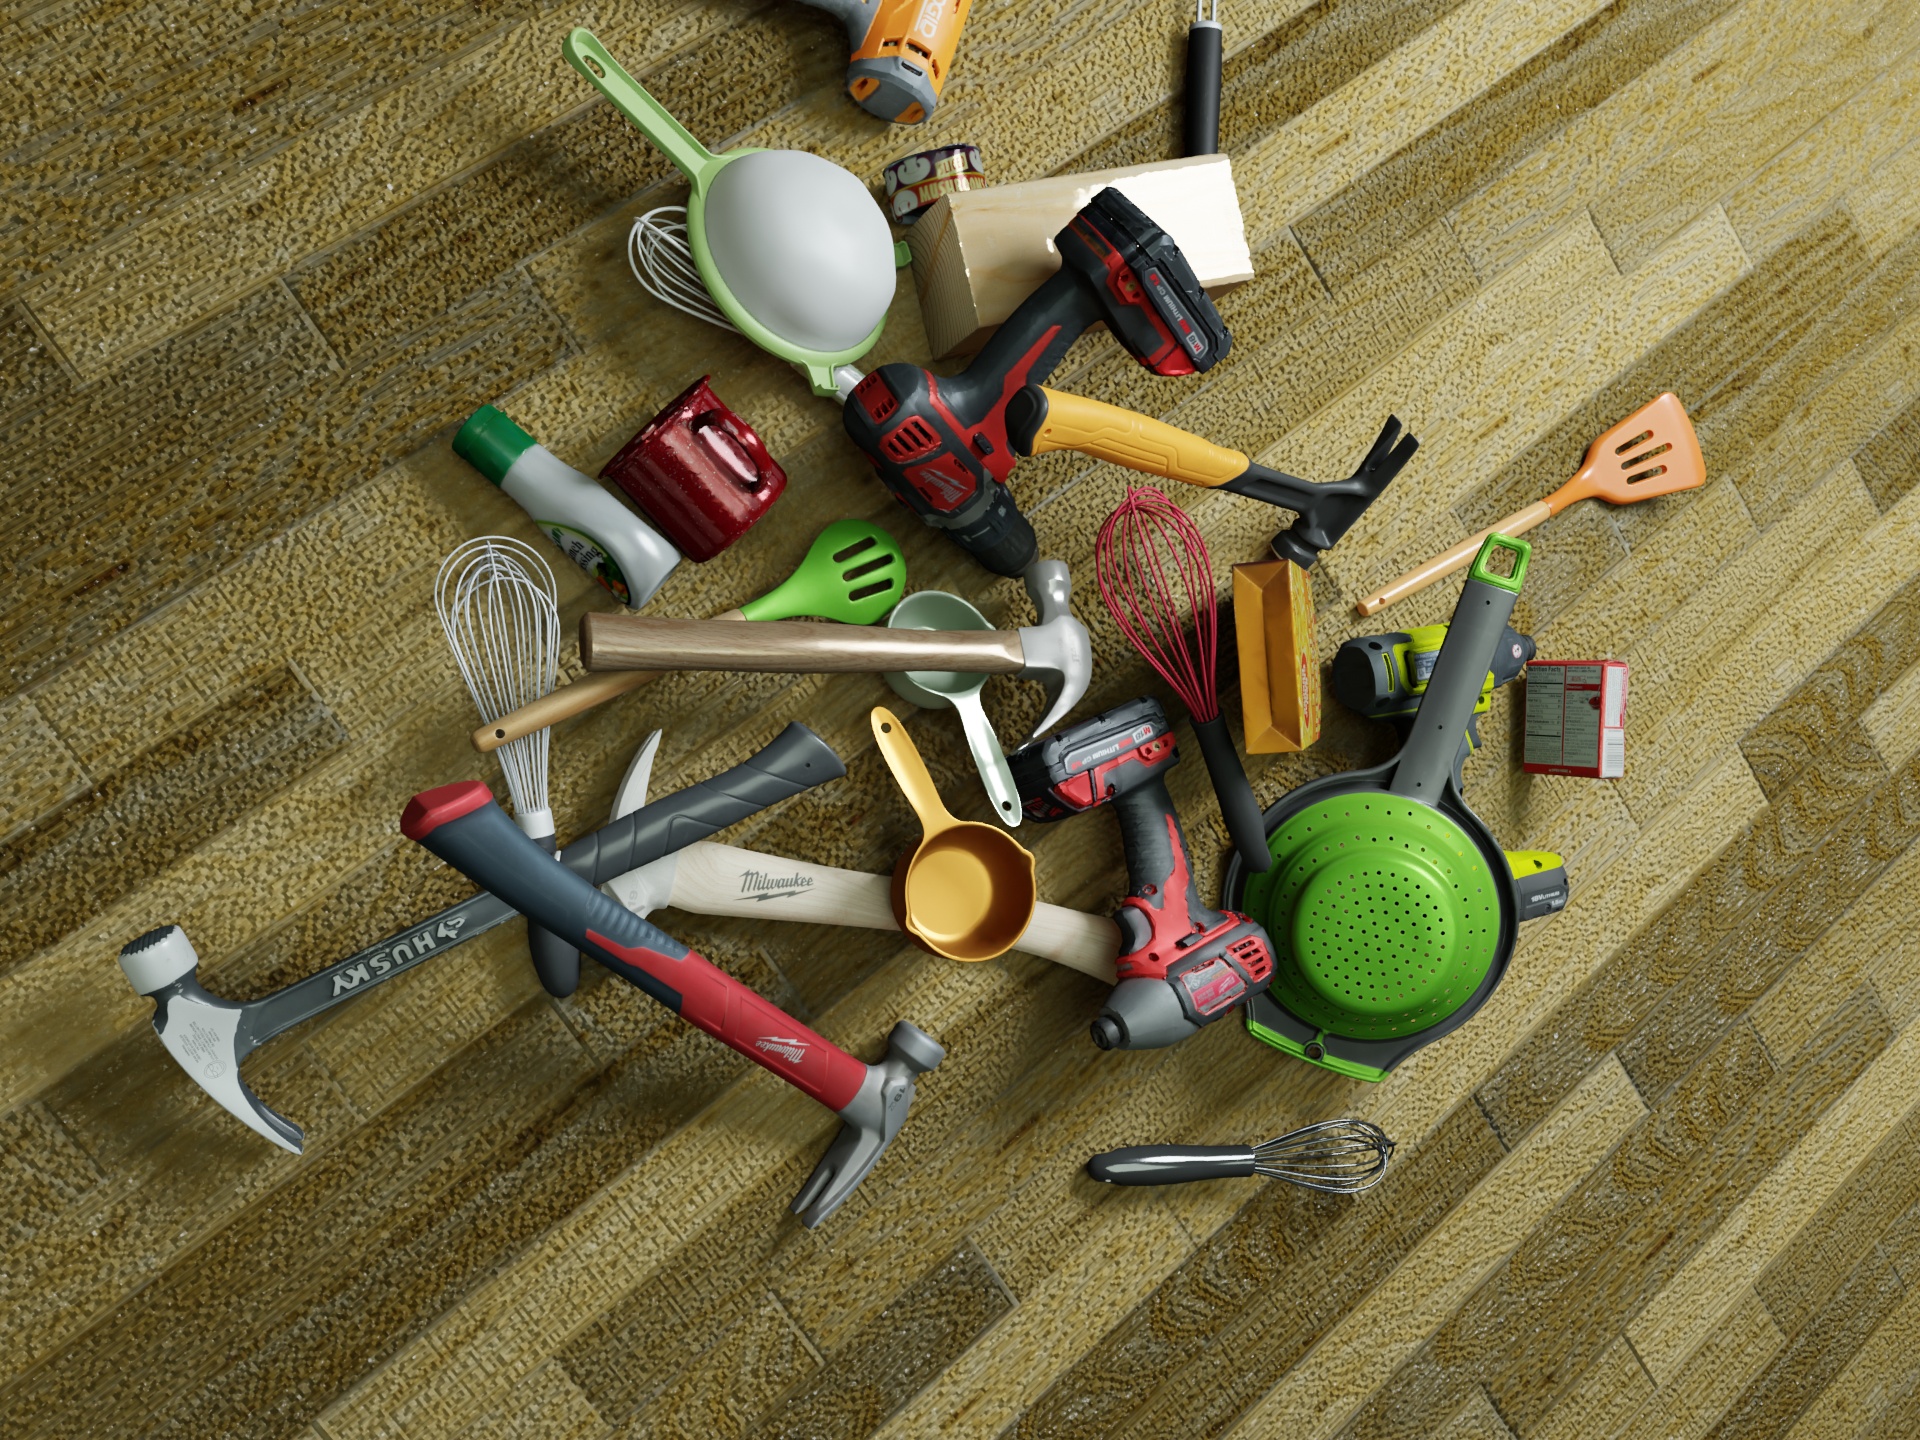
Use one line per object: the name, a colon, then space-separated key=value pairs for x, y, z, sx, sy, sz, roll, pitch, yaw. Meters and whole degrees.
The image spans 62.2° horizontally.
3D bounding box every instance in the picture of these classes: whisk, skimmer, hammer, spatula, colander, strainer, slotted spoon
whisk: x=0.203 y=0.313 z=1.135 sx=0.239 sy=0.055 sz=0.055 roll=2 pitch=89 yaw=-15
skimmer: x=0.170 y=-0.556 z=1.109 sx=0.127 sy=0.090 sz=0.363 roll=2 pitch=91 yaw=12
hammer: x=-0.067 y=-0.042 z=0.983 sx=0.331 sy=0.031 sz=0.130 roll=0 pitch=66 yaw=-25
hammer: x=-0.254 y=0.106 z=0.931 sx=0.409 sy=0.036 sz=0.149 roll=-26 pitch=108 yaw=-14
hammer: x=-0.175 y=0.166 z=0.939 sx=0.385 sy=0.038 sz=0.143 roll=41 pitch=80 yaw=-33
spatula: x=0.439 y=-0.155 z=1.229 sx=0.322 sy=0.041 sz=0.081 roll=-28 pitch=99 yaw=-17
whisk: x=-0.108 y=-0.243 z=1.025 sx=0.246 sy=0.059 sz=0.058 roll=35 pitch=91 yaw=-21
whisk: x=0.154 y=-0.019 z=1.034 sx=0.073 sy=0.073 sz=0.295 roll=-32 pitch=117 yaw=-18
colander: x=0.308 y=0.062 z=1.081 sx=0.204 sy=0.094 sz=0.397 roll=20 pitch=97 yaw=9
strainer: x=-0.126 y=-0.332 z=0.968 sx=0.256 sy=0.069 sz=0.152 roll=40 pitch=53 yaw=-24
slotted spoon: x=-0.156 y=-0.050 z=0.981 sx=0.314 sy=0.031 sz=0.070 roll=-28 pitch=100 yaw=-29
hammer: x=0.161 y=-0.172 z=1.029 sx=0.336 sy=0.127 sz=0.034 roll=6 pitch=44 yaw=-42
whisk: x=-0.264 y=0.031 z=0.961 sx=0.070 sy=0.070 sz=0.284 roll=-10 pitch=97 yaw=-20
hammer: x=-0.031 y=0.114 z=1.054 sx=0.410 sy=0.038 sz=0.146 roll=12 pitch=84 yaw=-20

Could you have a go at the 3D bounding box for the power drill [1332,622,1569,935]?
power drill: x=0.374 y=0.038 z=1.184 sx=0.171 sy=0.080 sz=0.223 roll=-9 pitch=90 yaw=-25

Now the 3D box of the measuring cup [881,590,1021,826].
measuring cup: x=-0.002 y=-0.003 z=1.040 sx=0.083 sy=0.038 sz=0.168 roll=-15 pitch=76 yaw=-28

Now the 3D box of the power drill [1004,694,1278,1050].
power drill: x=0.113 y=0.107 z=1.059 sx=0.143 sy=0.078 sz=0.219 roll=-24 pitch=89 yaw=-30

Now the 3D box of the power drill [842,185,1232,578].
power drill: x=0.057 y=-0.201 z=1.011 sx=0.226 sy=0.080 sz=0.187 roll=-39 pitch=136 yaw=8

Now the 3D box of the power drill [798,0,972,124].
power drill: x=-0.093 y=-0.508 z=1.018 sx=0.226 sy=0.084 sz=0.164 roll=22 pitch=81 yaw=-23

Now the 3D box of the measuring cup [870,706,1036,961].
measuring cup: x=-0.020 y=0.073 z=1.016 sx=0.095 sy=0.052 sz=0.173 roll=-27 pitch=90 yaw=-20
